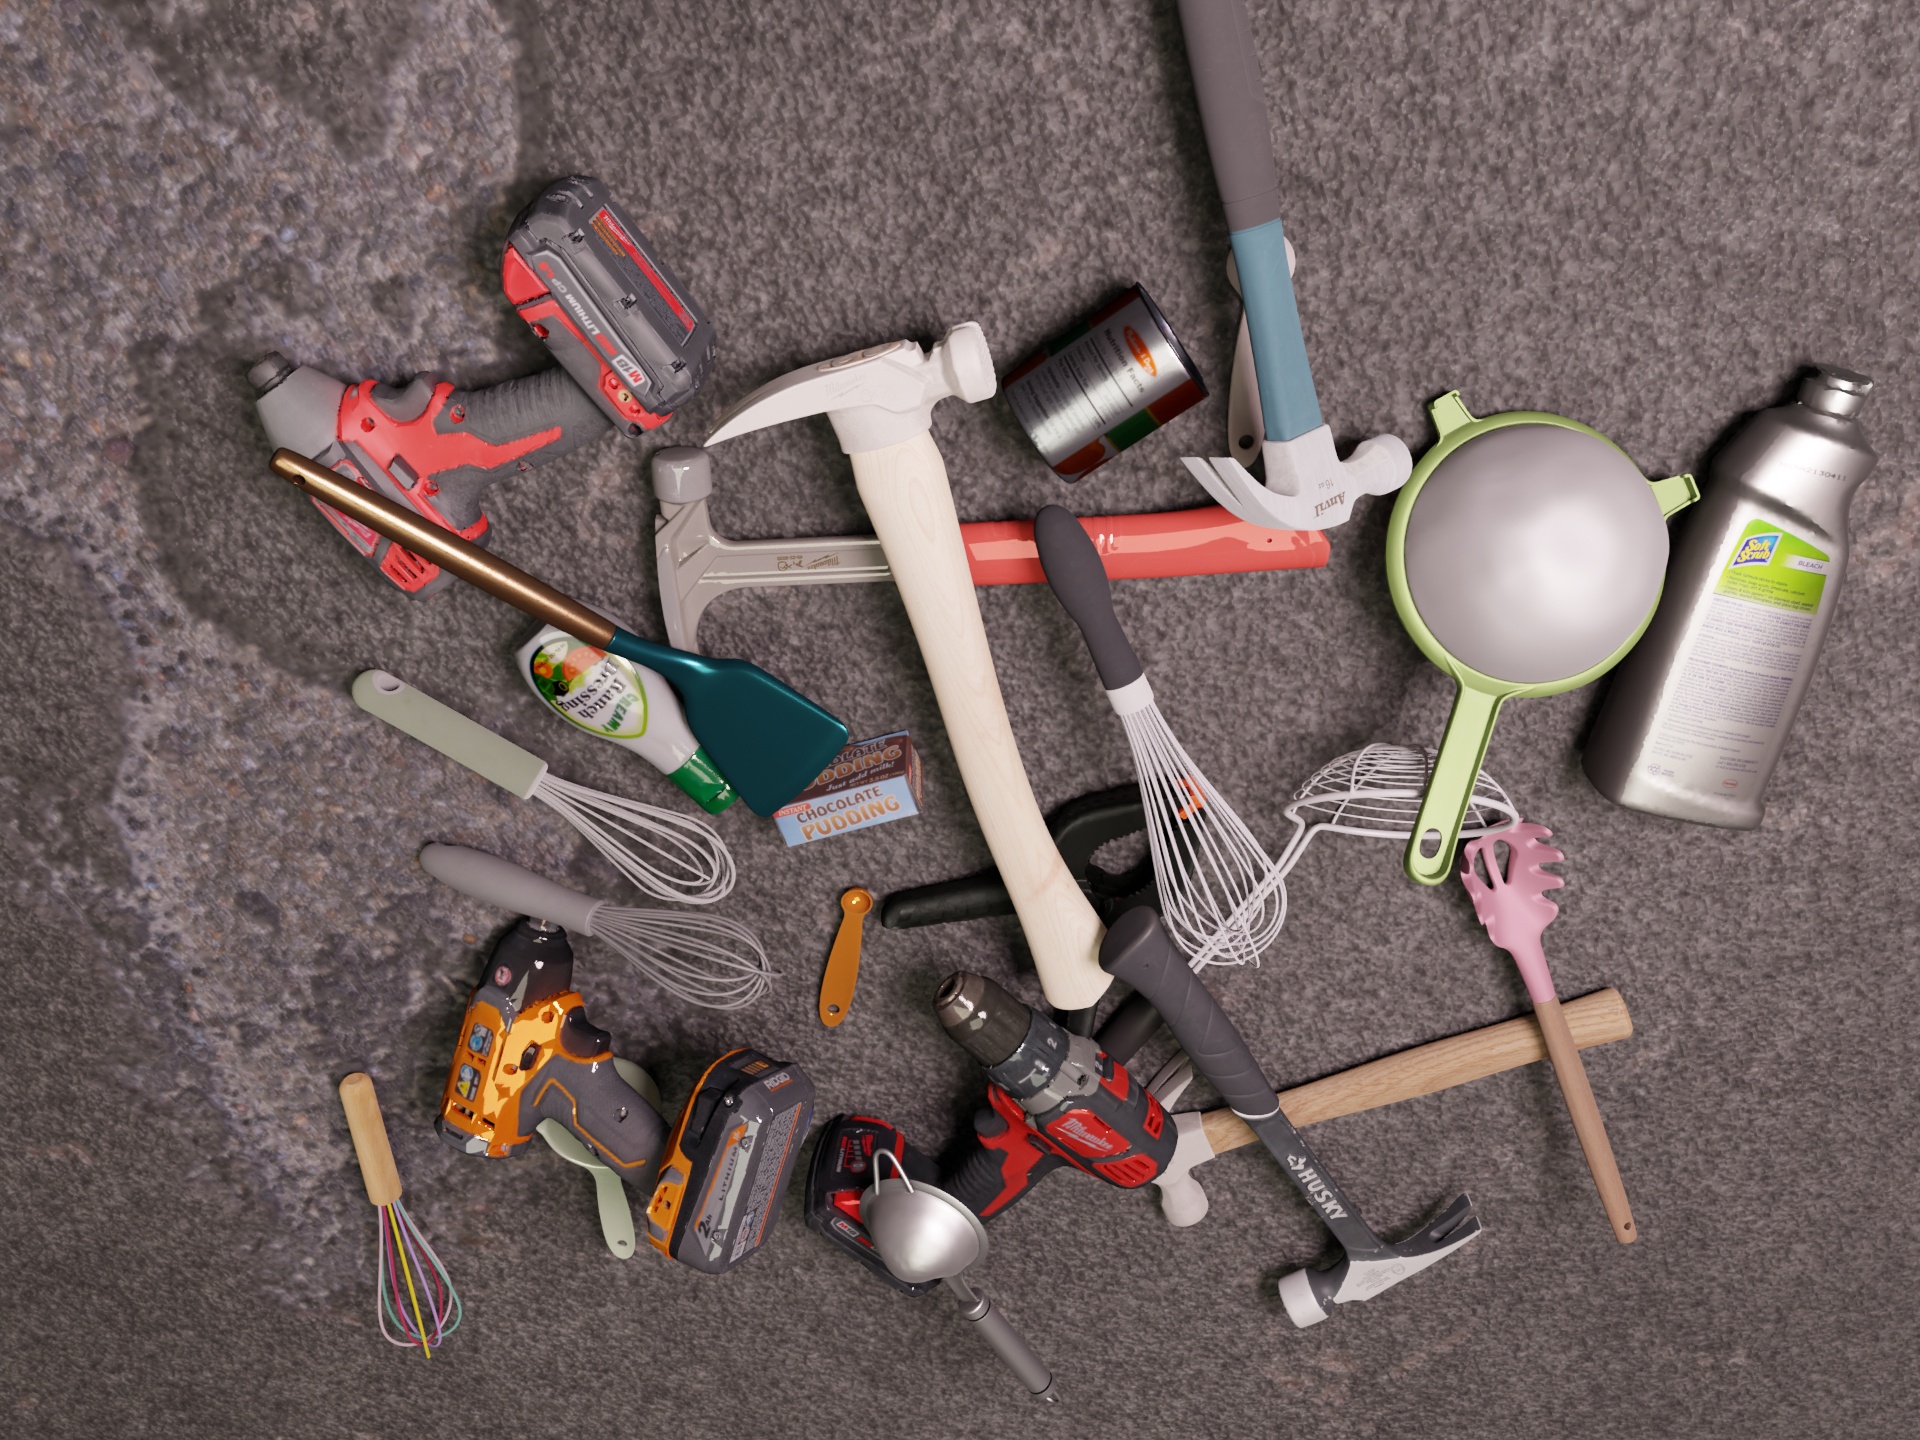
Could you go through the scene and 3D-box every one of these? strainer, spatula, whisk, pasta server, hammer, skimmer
[{"bbox_3d":[0.006,0.371,1.019,0.087,0.050,0.258,-13,125,31],"label":"strainer"},{"bbox_3d":[-0.204,-0.049,0.821,0.317,0.044,0.082,30,122,-29],"label":"spatula"},{"bbox_3d":[-0.391,0.348,1.102,0.051,0.047,0.244,-2,116,3],"label":"whisk"},{"bbox_3d":[0.373,0.197,0.987,0.060,0.040,0.316,-24,105,-3],"label":"pasta server"},{"bbox_3d":[-0.216,0.116,0.944,0.239,0.055,0.055,18,120,12],"label":"whisk"},{"bbox_3d":[-0.001,-0.003,0.867,0.146,0.038,0.410,-14,118,10],"label":"hammer"},{"bbox_3d":[-0.241,0.040,0.928,0.246,0.058,0.059,31,123,-11],"label":"whisk"},{"bbox_3d":[0.016,-0.082,0.863,0.359,0.037,0.149,-2,119,2],"label":"hammer"},{"bbox_3d":[0.177,0.145,0.959,0.127,0.090,0.363,15,123,-37],"label":"skimmer"},{"bbox_3d":[0.103,0.013,0.855,0.070,0.070,0.284,-22,106,12],"label":"whisk"},{"bbox_3d":[0.270,0.238,1.045,0.331,0.031,0.130,-20,118,10],"label":"hammer"},{"bbox_3d":[0.199,0.251,1.001,0.149,0.036,0.408,-28,124,13],"label":"hammer"},{"bbox_3d":[0.135,-0.246,0.743,0.128,0.033,0.330,-28,113,-29],"label":"hammer"},{"bbox_3d":[0.281,-0.037,0.806,0.151,0.069,0.256,19,88,-4],"label":"strainer"}]

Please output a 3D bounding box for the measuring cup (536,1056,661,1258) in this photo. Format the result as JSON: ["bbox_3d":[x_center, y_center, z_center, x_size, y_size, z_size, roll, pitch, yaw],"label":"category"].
[{"bbox_3d":[-0.235,0.295,1.076,0.083,0.038,0.167,-1,121,0],"label":"measuring cup"}]

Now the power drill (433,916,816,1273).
[{"bbox_3d":[-0.206,0.215,0.962,0.226,0.084,0.164,20,99,21],"label":"power drill"}]

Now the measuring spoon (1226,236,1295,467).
[{"bbox_3d":[0.151,-0.186,0.814,0.034,0.018,0.124,-1,119,0],"label":"measuring spoon"}]

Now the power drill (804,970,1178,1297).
[{"bbox_3d":[0.000,0.260,1.013,0.226,0.080,0.187,-37,113,27],"label":"power drill"}]

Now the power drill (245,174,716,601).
[{"bbox_3d":[-0.244,-0.166,0.796,0.219,0.079,0.143,-30,115,19],"label":"power drill"}]

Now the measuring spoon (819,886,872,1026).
[{"bbox_3d":[-0.074,0.150,1.010,0.021,0.011,0.116,10,122,-5],"label":"measuring spoon"}]
